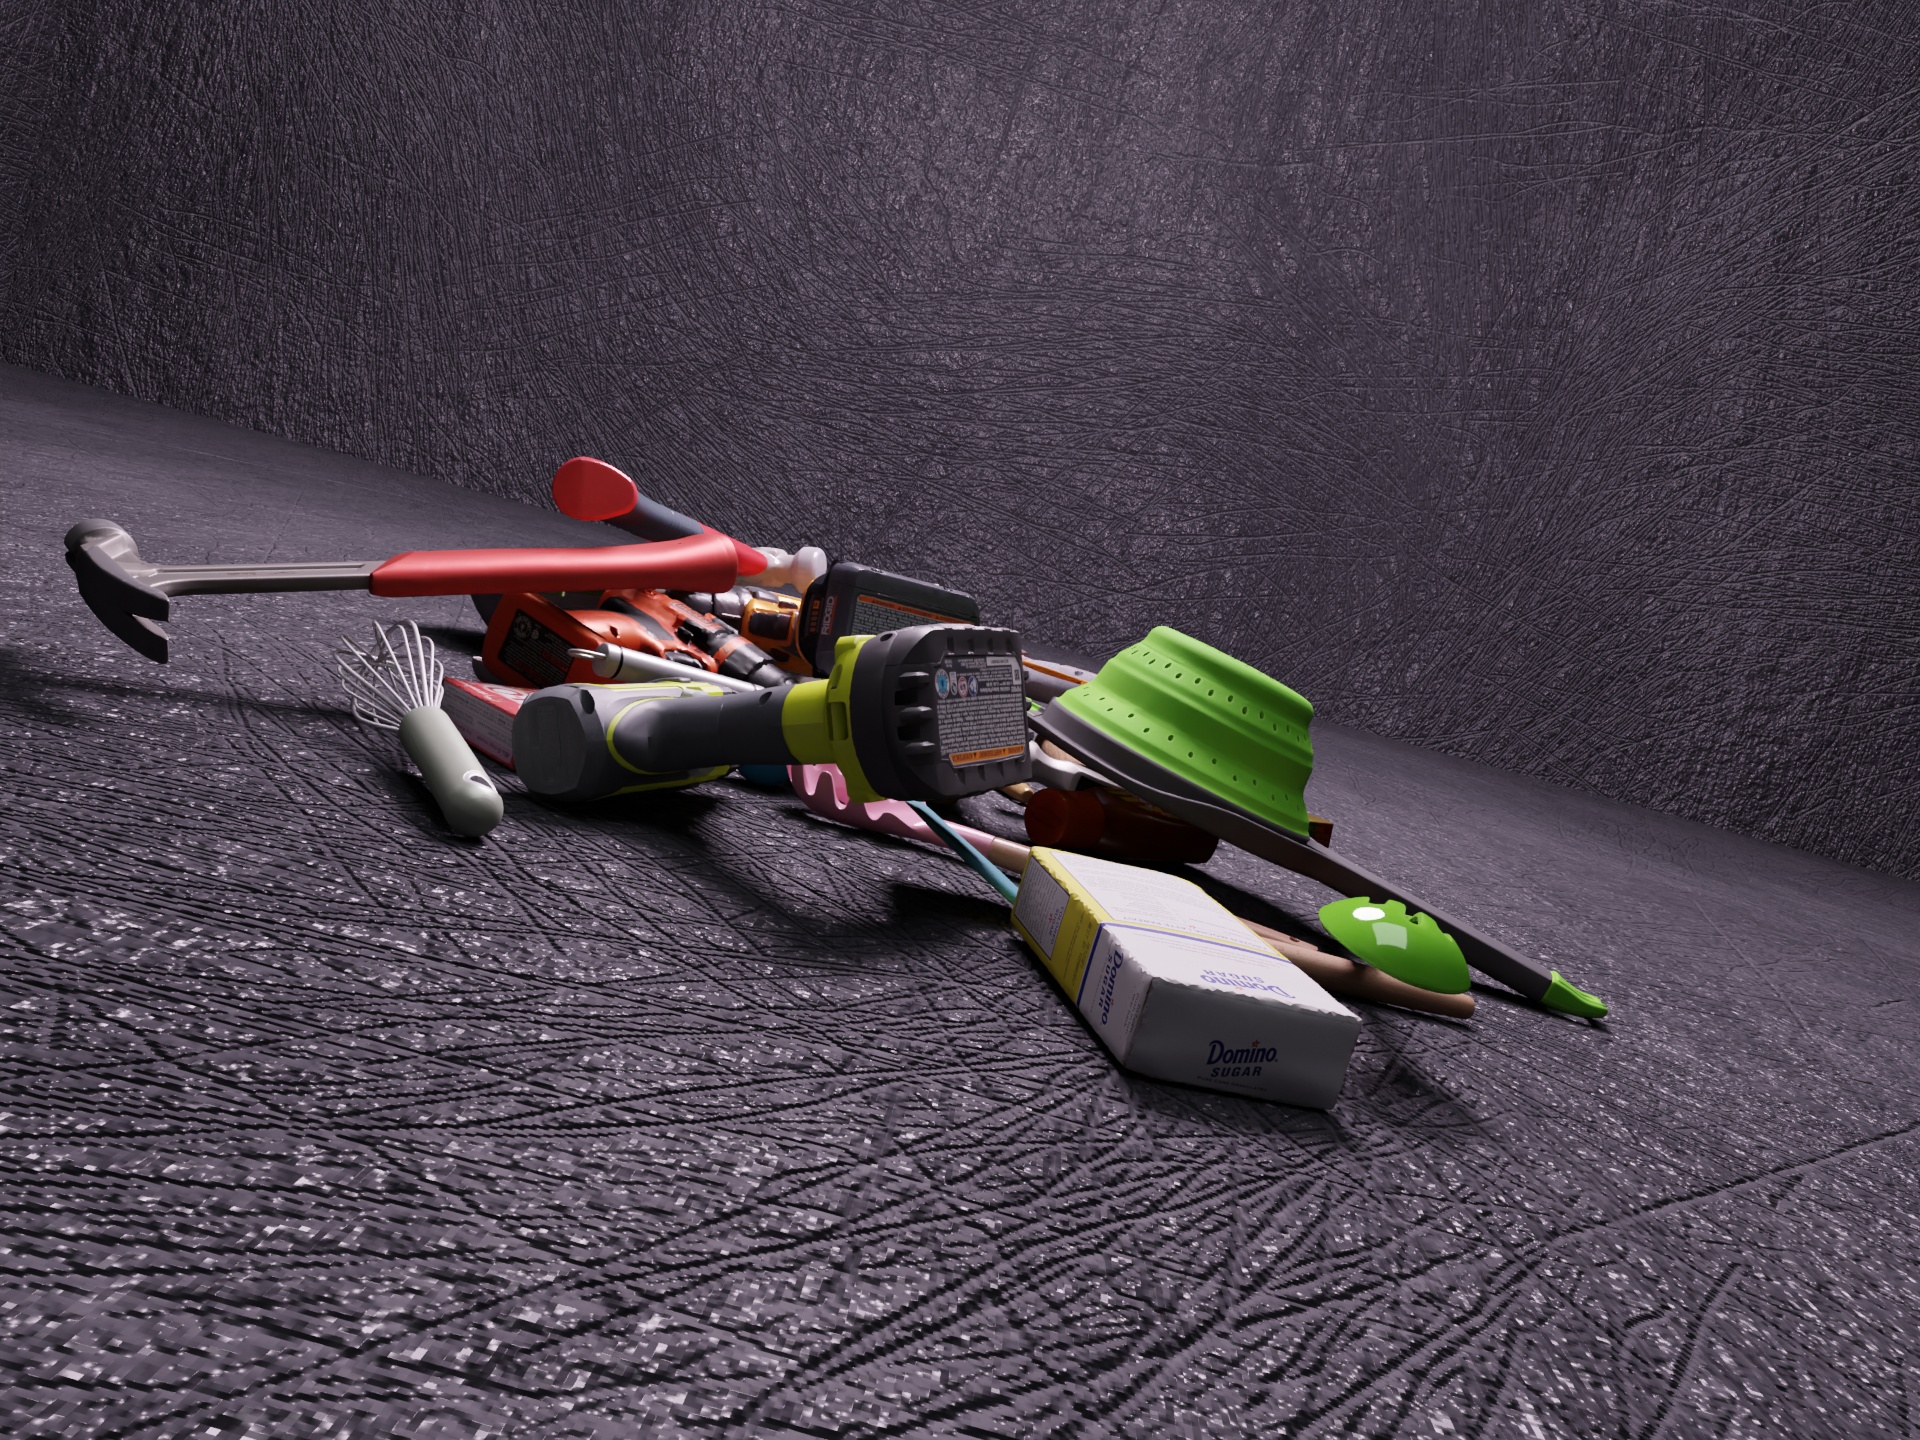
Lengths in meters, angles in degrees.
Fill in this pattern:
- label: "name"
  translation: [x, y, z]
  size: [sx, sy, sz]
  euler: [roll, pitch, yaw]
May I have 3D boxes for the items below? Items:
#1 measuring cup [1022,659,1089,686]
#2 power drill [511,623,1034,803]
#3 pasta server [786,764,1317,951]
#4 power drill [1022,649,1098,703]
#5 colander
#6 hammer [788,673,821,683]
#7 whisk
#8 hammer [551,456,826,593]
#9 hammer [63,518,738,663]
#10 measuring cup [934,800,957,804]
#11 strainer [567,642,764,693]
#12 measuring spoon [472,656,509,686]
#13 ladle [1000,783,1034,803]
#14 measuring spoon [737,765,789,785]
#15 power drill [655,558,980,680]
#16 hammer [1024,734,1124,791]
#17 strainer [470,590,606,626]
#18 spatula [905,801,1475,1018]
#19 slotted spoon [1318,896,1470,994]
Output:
- label: "measuring cup"
  translation: [0.091, -0.001, 1.161]
  size: [0.095, 0.052, 0.174]
  euler: [20, 3, -42]
- label: "power drill"
  translation: [-0.084, 0.001, 0.794]
  size: [0.223, 0.080, 0.171]
  euler: [-4, 1, 28]
- label: "pasta server"
  translation: [0.044, 0.073, 0.882]
  size: [0.316, 0.040, 0.060]
  euler: [18, 20, 14]
- label: "power drill"
  translation: [0.100, -0.027, 1.378]
  size: [0.226, 0.084, 0.164]
  euler: [13, 2, 13]
- label: "colander"
  translation: [0.217, 0.044, 0.955]
  size: [0.397, 0.094, 0.204]
  euler: [29, 6, 12]
- label: "hammer"
  translation: [-0.190, -0.036, 1.256]
  size: [0.146, 0.038, 0.410]
  euler: [18, 8, 10]
- label: "whisk"
  translation: [-0.261, 0.002, 0.766]
  size: [0.057, 0.059, 0.247]
  euler: [32, 1, -35]
- label: "hammer"
  translation: [-0.209, -0.131, 1.117]
  size: [0.143, 0.038, 0.386]
  euler: [5, -1, 9]
- label: "hammer"
  translation: [-0.274, -0.078, 0.866]
  size: [0.359, 0.036, 0.149]
  euler: [-6, 24, -41]
- label: "measuring cup"
  translation: [-0.064, 0.032, 1.059]
  size: [0.157, 0.029, 0.062]
  euler: [8, -3, 36]
- label: "strainer"
  translation: [-0.119, -0.008, 0.949]
  size: [0.258, 0.050, 0.087]
  euler: [17, -7, -39]
- label: "measuring spoon"
  translation: [-0.309, -0.032, 1.076]
  size: [0.034, 0.018, 0.124]
  euler: [14, 0, -10]
- label: "ladle"
  translation: [-0.013, 0.015, 1.273]
  size: [0.069, 0.031, 0.316]
  euler: [9, 10, -25]
- label: "measuring spoon"
  translation: [-0.159, 0.025, 0.942]
  size: [0.128, 0.021, 0.042]
  euler: [5, -2, -9]
- label: "power drill"
  translation: [-0.115, -0.068, 1.143]
  size: [0.185, 0.084, 0.226]
  euler: [12, -4, -34]
- label: "hammer"
  translation: [0.089, 0.037, 1.244]
  size: [0.130, 0.031, 0.331]
  euler: [24, 4, -3]
- label: "strainer"
  translation: [-0.279, -0.080, 1.254]
  size: [0.151, 0.069, 0.256]
  euler: [12, 5, 35]
- label: "spatula"
  translation: [0.116, 0.099, 0.806]
  size: [0.317, 0.044, 0.082]
  euler: [15, 2, -7]
- label: "slotted spoon"
  translation: [0.204, 0.106, 0.805]
  size: [0.070, 0.031, 0.313]
  euler: [25, -2, 9]
